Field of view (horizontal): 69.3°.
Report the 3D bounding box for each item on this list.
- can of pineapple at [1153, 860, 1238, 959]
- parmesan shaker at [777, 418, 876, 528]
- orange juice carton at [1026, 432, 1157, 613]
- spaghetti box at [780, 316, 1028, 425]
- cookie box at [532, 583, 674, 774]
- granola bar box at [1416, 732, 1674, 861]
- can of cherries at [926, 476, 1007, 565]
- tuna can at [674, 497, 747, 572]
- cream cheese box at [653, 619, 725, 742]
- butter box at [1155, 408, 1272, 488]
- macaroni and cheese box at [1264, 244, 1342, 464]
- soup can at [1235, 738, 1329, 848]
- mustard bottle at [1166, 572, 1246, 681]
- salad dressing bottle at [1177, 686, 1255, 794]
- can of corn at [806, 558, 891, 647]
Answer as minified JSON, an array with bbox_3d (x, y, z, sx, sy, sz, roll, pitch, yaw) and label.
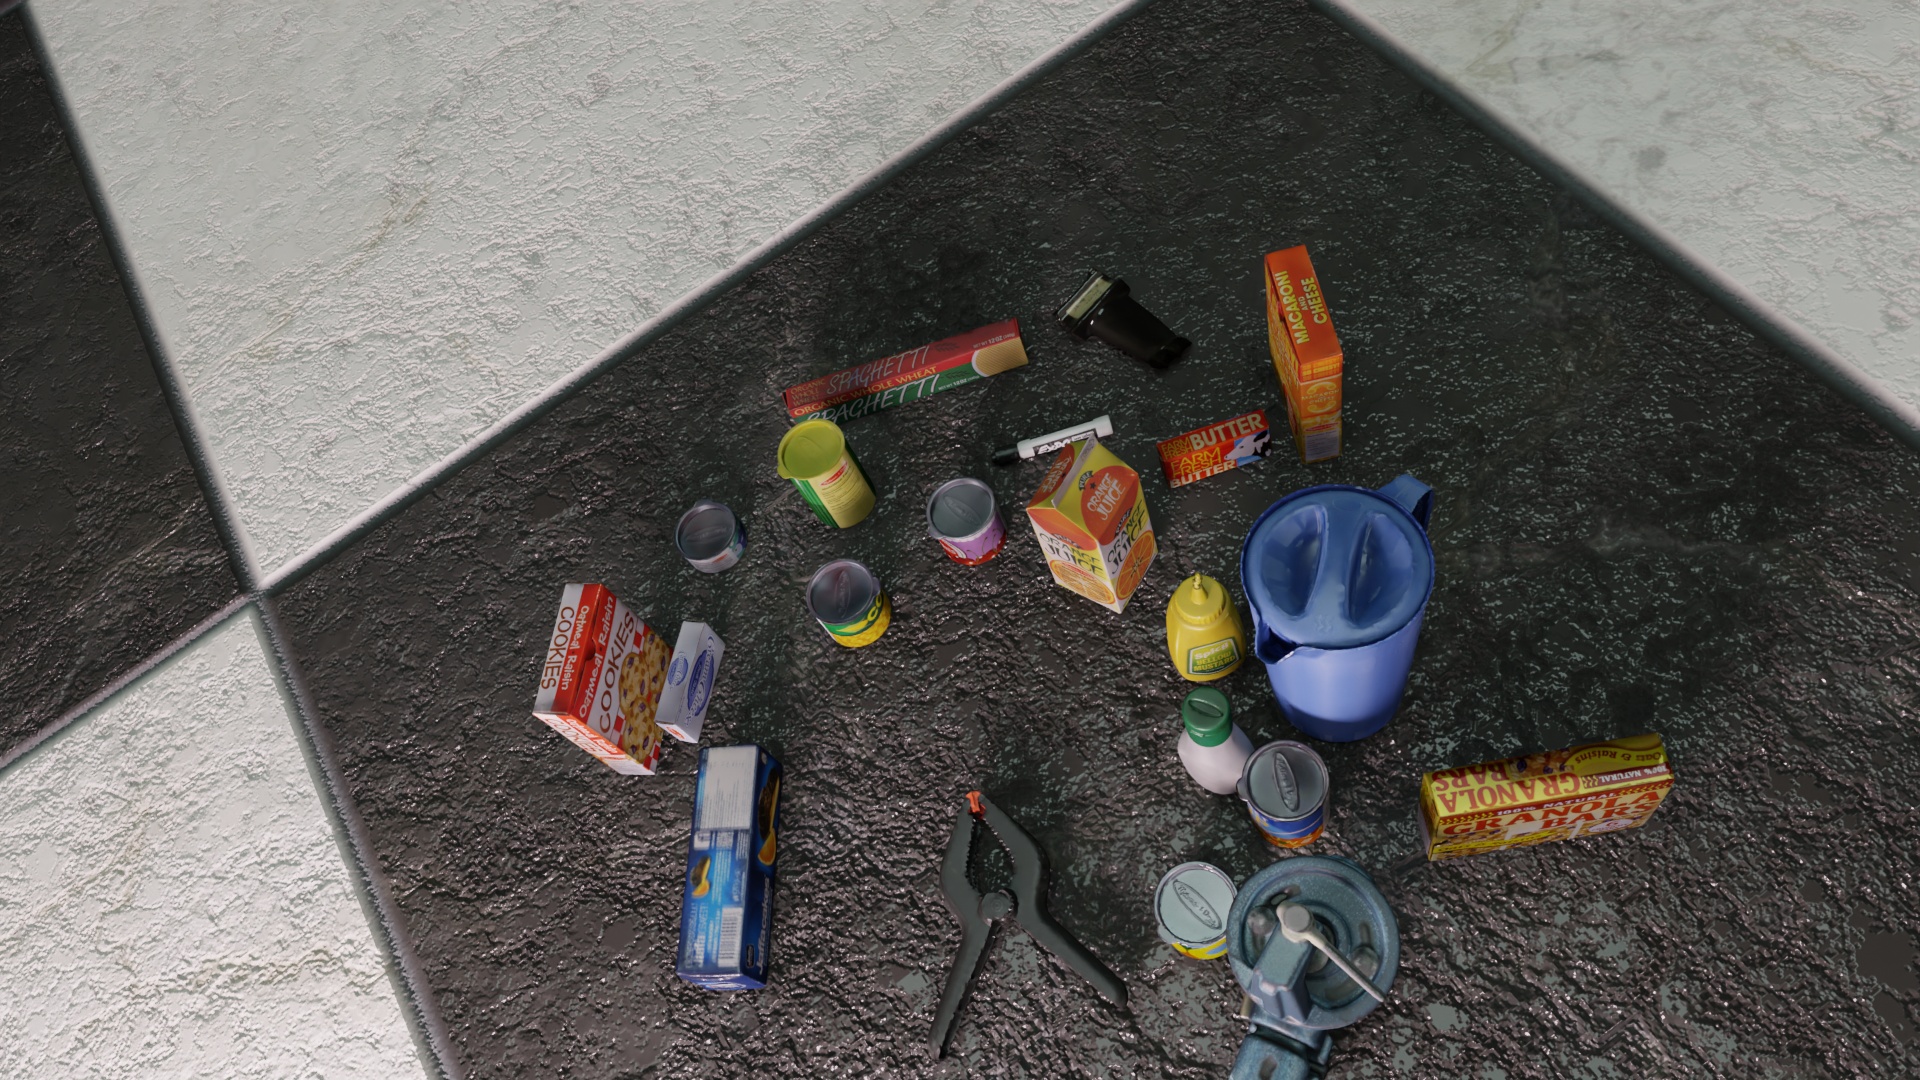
[{"bbox_3d":[0.187,0.293,1.094,0.071,0.057,0.071,-6,61,12],"label":"can of pineapple"},{"bbox_3d":[-0.130,-0.062,1.342,0.071,0.102,0.071,-6,62,12],"label":"parmesan shaker"},{"bbox_3d":[0.113,-0.017,1.201,0.073,0.192,0.072,25,72,25],"label":"orange juice carton"},{"bbox_3d":[-0.056,-0.166,1.409,0.250,0.050,0.029,-17,60,6],"label":"spaghetti box"},{"bbox_3d":[-0.314,0.127,1.253,0.040,0.167,0.123,-1,63,15],"label":"cookie box"},{"bbox_3d":[0.433,0.195,1.042,0.165,0.123,0.039,-12,61,9],"label":"granola bar box"},{"bbox_3d":[0.005,-0.016,1.308,0.071,0.058,0.072,-6,61,12],"label":"can of cherries"},{"bbox_3d":[-0.249,-0.005,1.384,0.071,0.032,0.071,-6,61,12],"label":"tuna can"},{"bbox_3d":[-0.253,0.132,1.300,0.024,0.053,0.104,4,64,17],"label":"cream cheese box"},{"bbox_3d":[0.235,-0.084,1.285,0.103,0.053,0.024,-18,60,5],"label":"butter box"},{"bbox_3d":[0.307,-0.163,1.242,0.040,0.166,0.124,-14,60,8],"label":"macaroni and cheese box"},{"bbox_3d":[0.258,0.203,1.108,0.071,0.083,0.071,-6,62,12],"label":"soup can"},{"bbox_3d":[0.201,0.067,1.151,0.065,0.159,0.049,-18,60,6],"label":"mustard bottle"},{"bbox_3d":[0.202,0.160,1.109,0.064,0.147,0.044,21,70,24],"label":"salad dressing bottle"},{"bbox_3d":[-0.101,0.059,1.296,0.071,0.058,0.071,-6,61,12],"label":"can of corn"}]
